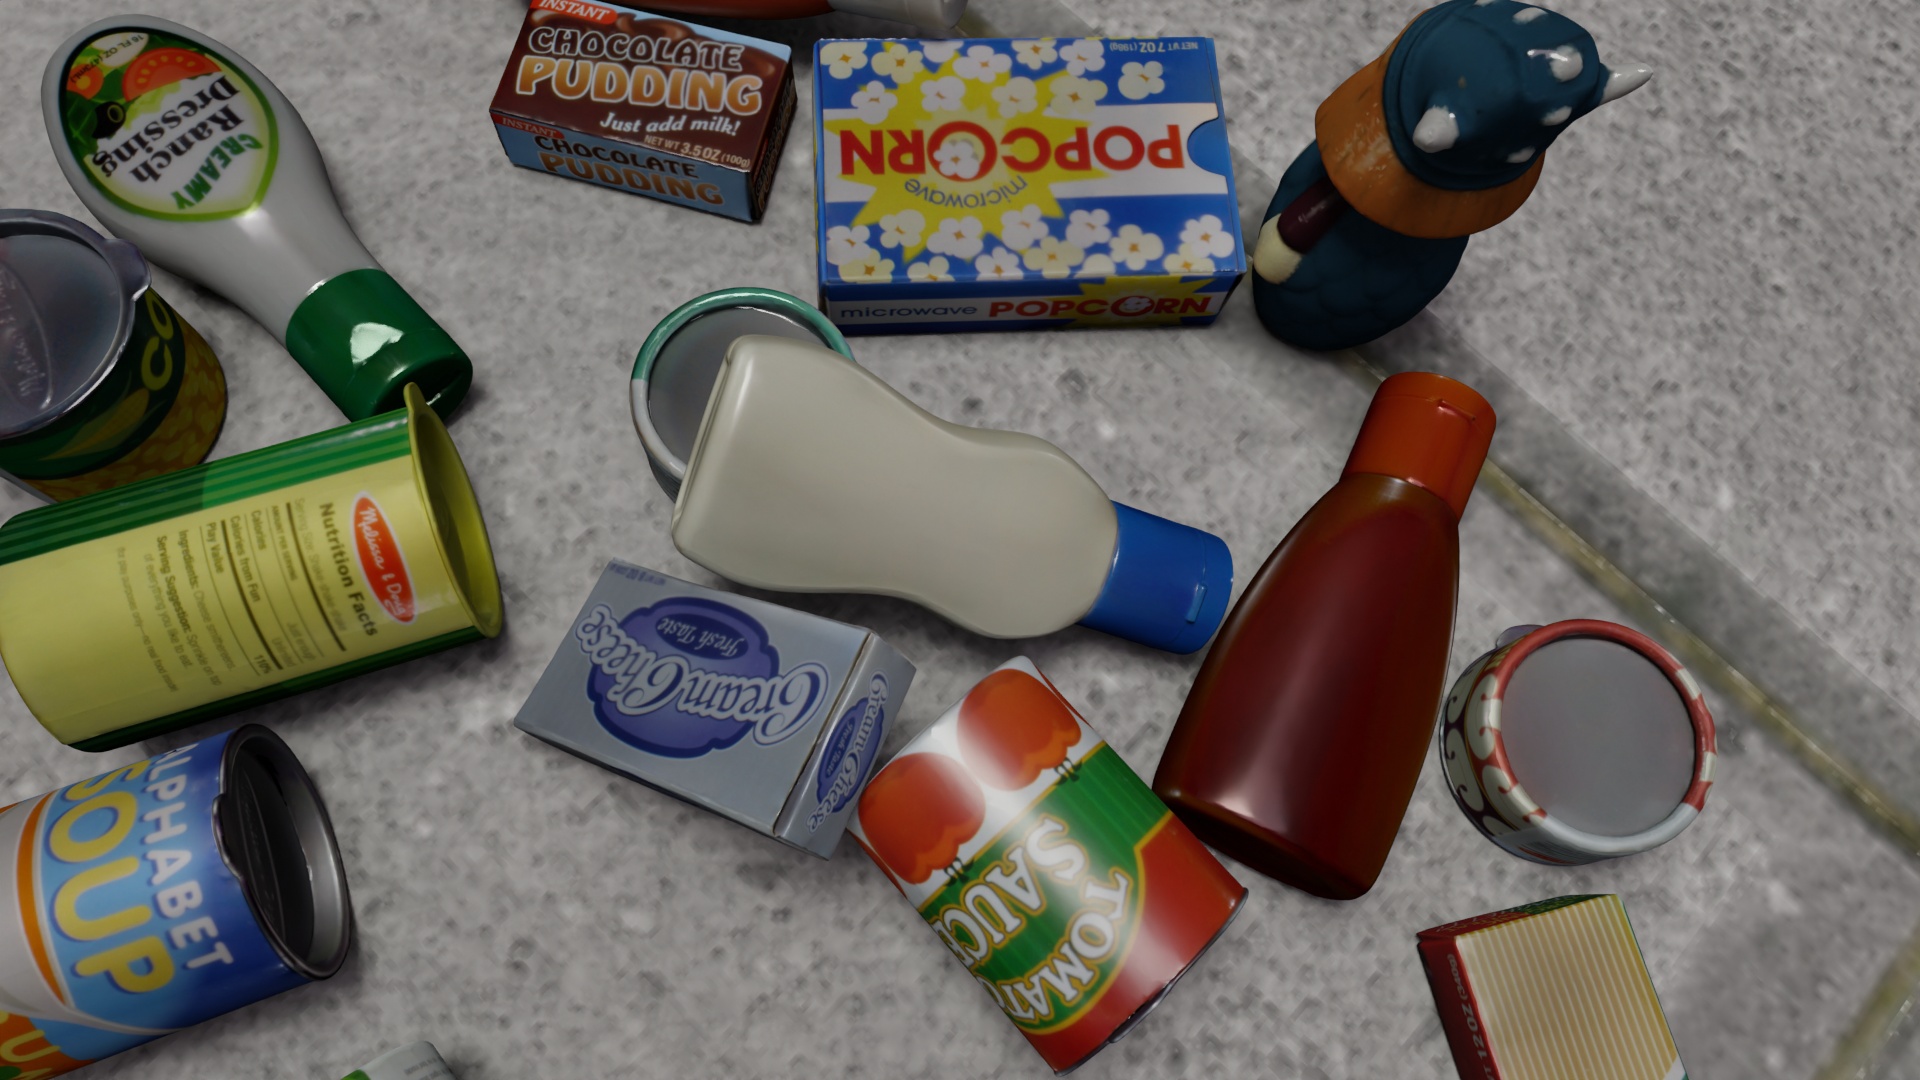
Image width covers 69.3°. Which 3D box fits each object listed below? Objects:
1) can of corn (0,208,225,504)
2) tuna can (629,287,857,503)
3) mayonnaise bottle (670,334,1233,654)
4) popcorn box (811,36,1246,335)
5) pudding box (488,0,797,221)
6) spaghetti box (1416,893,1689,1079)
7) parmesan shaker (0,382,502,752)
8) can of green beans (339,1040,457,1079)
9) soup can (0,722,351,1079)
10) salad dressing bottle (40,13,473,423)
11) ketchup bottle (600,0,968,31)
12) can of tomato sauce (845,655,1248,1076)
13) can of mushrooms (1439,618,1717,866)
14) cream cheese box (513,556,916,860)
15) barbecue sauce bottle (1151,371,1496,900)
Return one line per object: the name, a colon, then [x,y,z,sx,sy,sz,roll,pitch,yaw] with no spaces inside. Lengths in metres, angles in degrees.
can of corn: [-0.245,-0.049,0.382,0.071,0.058,0.071,1,72,-4]
tuna can: [-0.059,-0.040,0.406,0.071,0.032,0.071,1,72,-3]
mayonnaise bottle: [0.001,-0.005,0.375,0.148,0.041,0.064,18,97,-18]
popcorn box: [0.018,-0.111,0.432,0.127,0.038,0.085,-2,71,-5]
pudding box: [-0.098,-0.137,0.437,0.084,0.030,0.050,14,71,0]
spaghetti box: [0.180,0.216,0.342,0.050,0.028,0.250,-12,73,-7]
parmesan shaker: [-0.183,0.006,0.364,0.103,0.071,0.071,-17,74,-8]
can of green beans: [-0.135,0.159,0.318,0.071,0.071,0.058,-38,78,-14]
soup can: [-0.203,0.088,0.334,0.084,0.071,0.071,-19,75,-10]
salad dressing bottle: [-0.204,-0.090,0.406,0.148,0.044,0.064,44,73,10]
ketchup bottle: [-0.070,-0.191,0.434,0.149,0.043,0.065,15,59,13]
can of tomato sauce: [0.020,0.081,0.353,0.071,0.071,0.083,-40,79,-15]
can of mushrooms: [0.173,0.055,0.392,0.071,0.033,0.071,1,72,-3]
cream cheese box: [-0.065,0.040,0.356,0.104,0.024,0.053,12,68,37]
barbecue sauce bottle: [0.111,0.021,0.393,0.065,0.043,0.149,28,72,0]
